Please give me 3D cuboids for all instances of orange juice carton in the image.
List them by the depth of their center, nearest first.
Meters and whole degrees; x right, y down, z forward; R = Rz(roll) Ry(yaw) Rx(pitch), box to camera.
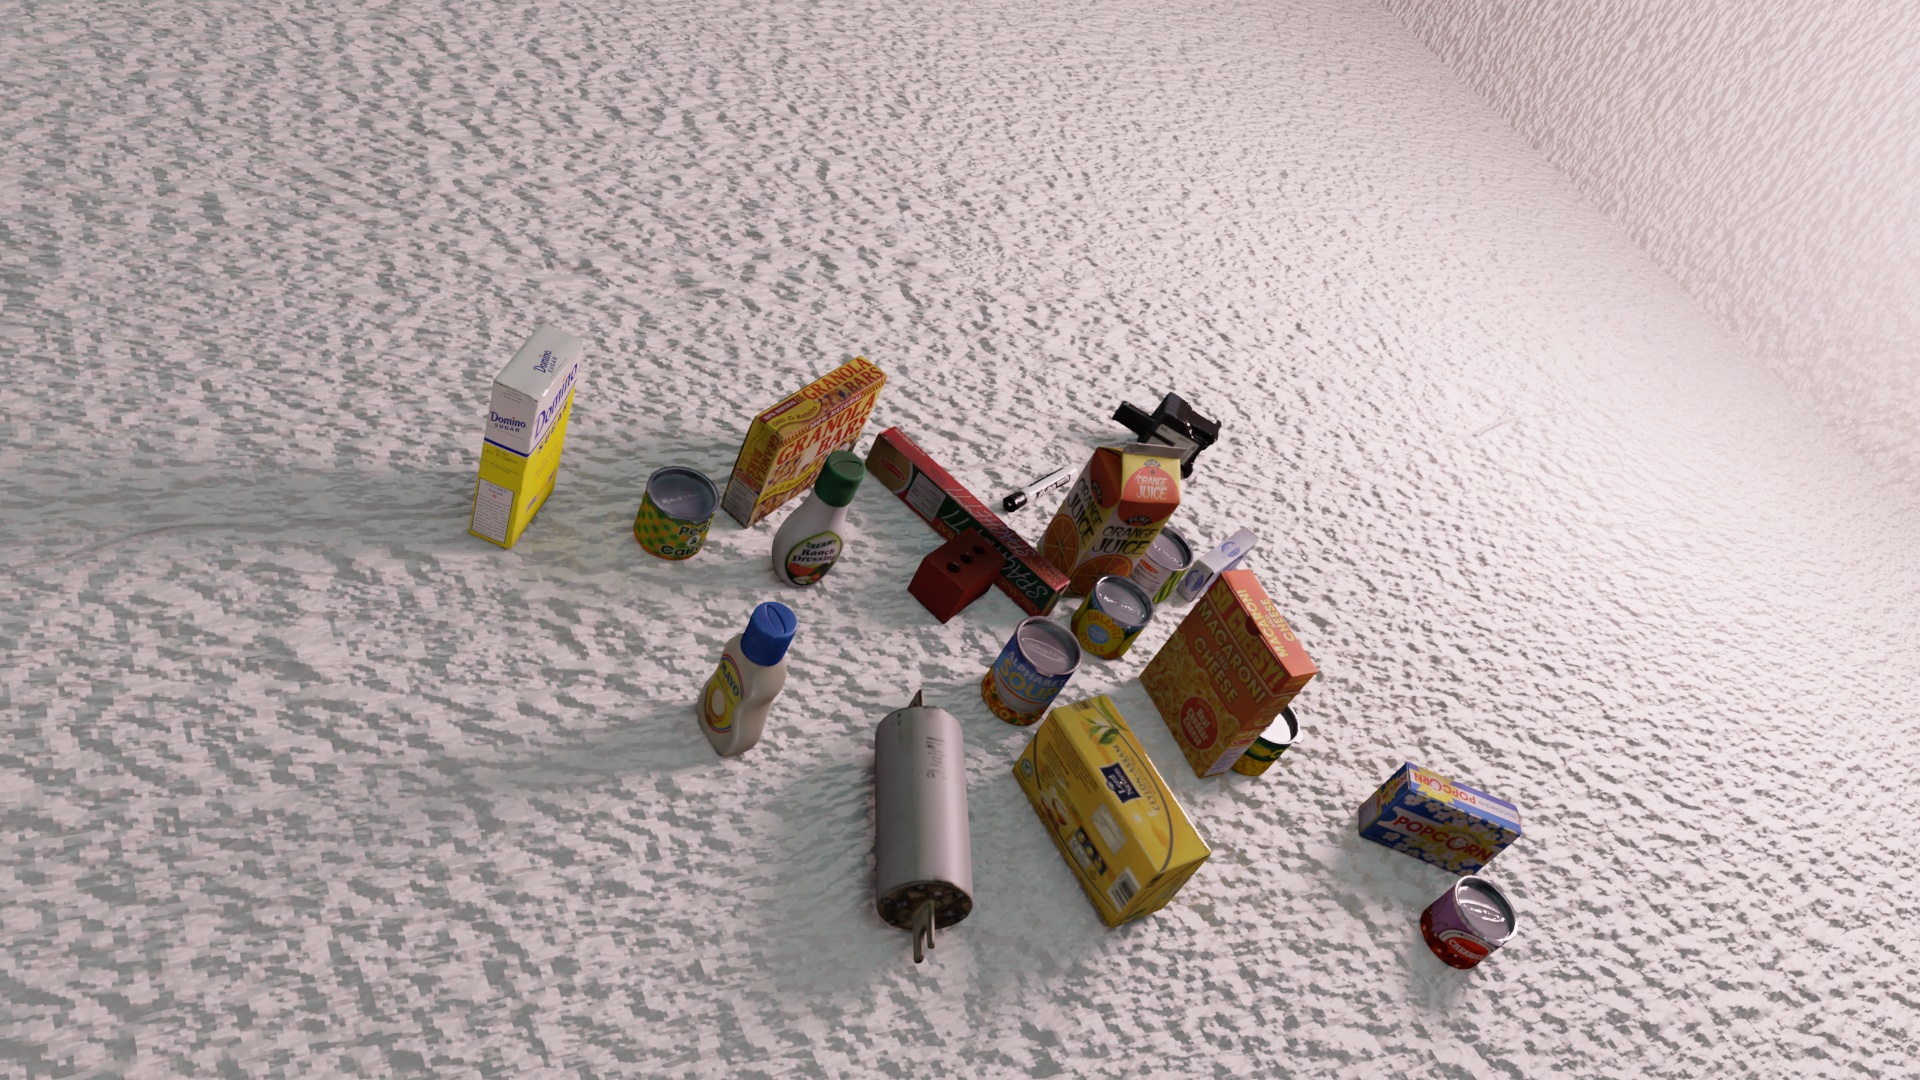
[{"bbox_3d":[0.154,-0.029,1.391,0.072,0.191,0.073,4,47,-27],"label":"orange juice carton"}]

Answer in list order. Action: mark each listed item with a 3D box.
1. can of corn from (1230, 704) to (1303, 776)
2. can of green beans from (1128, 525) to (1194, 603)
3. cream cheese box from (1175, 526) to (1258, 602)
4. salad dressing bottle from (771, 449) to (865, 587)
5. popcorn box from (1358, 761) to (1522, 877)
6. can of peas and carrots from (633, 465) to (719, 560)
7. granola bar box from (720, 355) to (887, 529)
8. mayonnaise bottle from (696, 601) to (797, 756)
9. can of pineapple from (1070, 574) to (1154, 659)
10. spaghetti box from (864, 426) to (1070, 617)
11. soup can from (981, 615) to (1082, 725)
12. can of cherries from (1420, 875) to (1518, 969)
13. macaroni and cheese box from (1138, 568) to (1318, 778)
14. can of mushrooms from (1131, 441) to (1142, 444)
[{"bbox_3d":[0.289,0.188,1.351,0.071,0.058,0.071,16,43,-15],"label":"can of corn"},{"bbox_3d":[0.204,0.025,1.468,0.071,0.057,0.071,16,43,-15],"label":"can of green beans"},{"bbox_3d":[0.280,0.026,1.513,0.024,0.053,0.104,44,43,16],"label":"cream cheese box"},{"bbox_3d":[-0.127,-0.019,1.256,0.064,0.146,0.044,-1,49,-30],"label":"salad dressing bottle"},{"bbox_3d":[0.464,0.272,1.346,0.127,0.084,0.038,22,41,-8],"label":"popcorn box"},{"bbox_3d":[-0.255,-0.023,1.254,0.071,0.058,0.071,16,43,-15],"label":"can of peas and carrots"},{"bbox_3d":[-0.151,-0.097,1.339,0.039,0.123,0.166,39,42,11],"label":"granola bar box"},{"bbox_3d":[-0.169,0.107,1.105,0.041,0.147,0.065,-11,55,-37],"label":"mayonnaise bottle"},{"bbox_3d":[0.150,0.078,1.384,0.071,0.057,0.071,16,43,-15],"label":"can of pineapple"},{"bbox_3d":[0.005,-0.018,1.403,0.250,0.050,0.029,42,42,14],"label":"spaghetti box"},{"bbox_3d":[0.063,0.122,1.271,0.071,0.083,0.072,16,43,-15],"label":"soup can"},{"bbox_3d":[0.470,0.356,1.286,0.071,0.058,0.072,16,43,-15],"label":"can of cherries"},{"bbox_3d":[0.248,0.127,1.308,0.040,0.165,0.124,-5,52,-33],"label":"macaroni and cheese box"},{"bbox_3d":[0.207,-0.077,1.590,0.071,0.033,0.071,16,43,-15],"label":"can of mushrooms"}]
